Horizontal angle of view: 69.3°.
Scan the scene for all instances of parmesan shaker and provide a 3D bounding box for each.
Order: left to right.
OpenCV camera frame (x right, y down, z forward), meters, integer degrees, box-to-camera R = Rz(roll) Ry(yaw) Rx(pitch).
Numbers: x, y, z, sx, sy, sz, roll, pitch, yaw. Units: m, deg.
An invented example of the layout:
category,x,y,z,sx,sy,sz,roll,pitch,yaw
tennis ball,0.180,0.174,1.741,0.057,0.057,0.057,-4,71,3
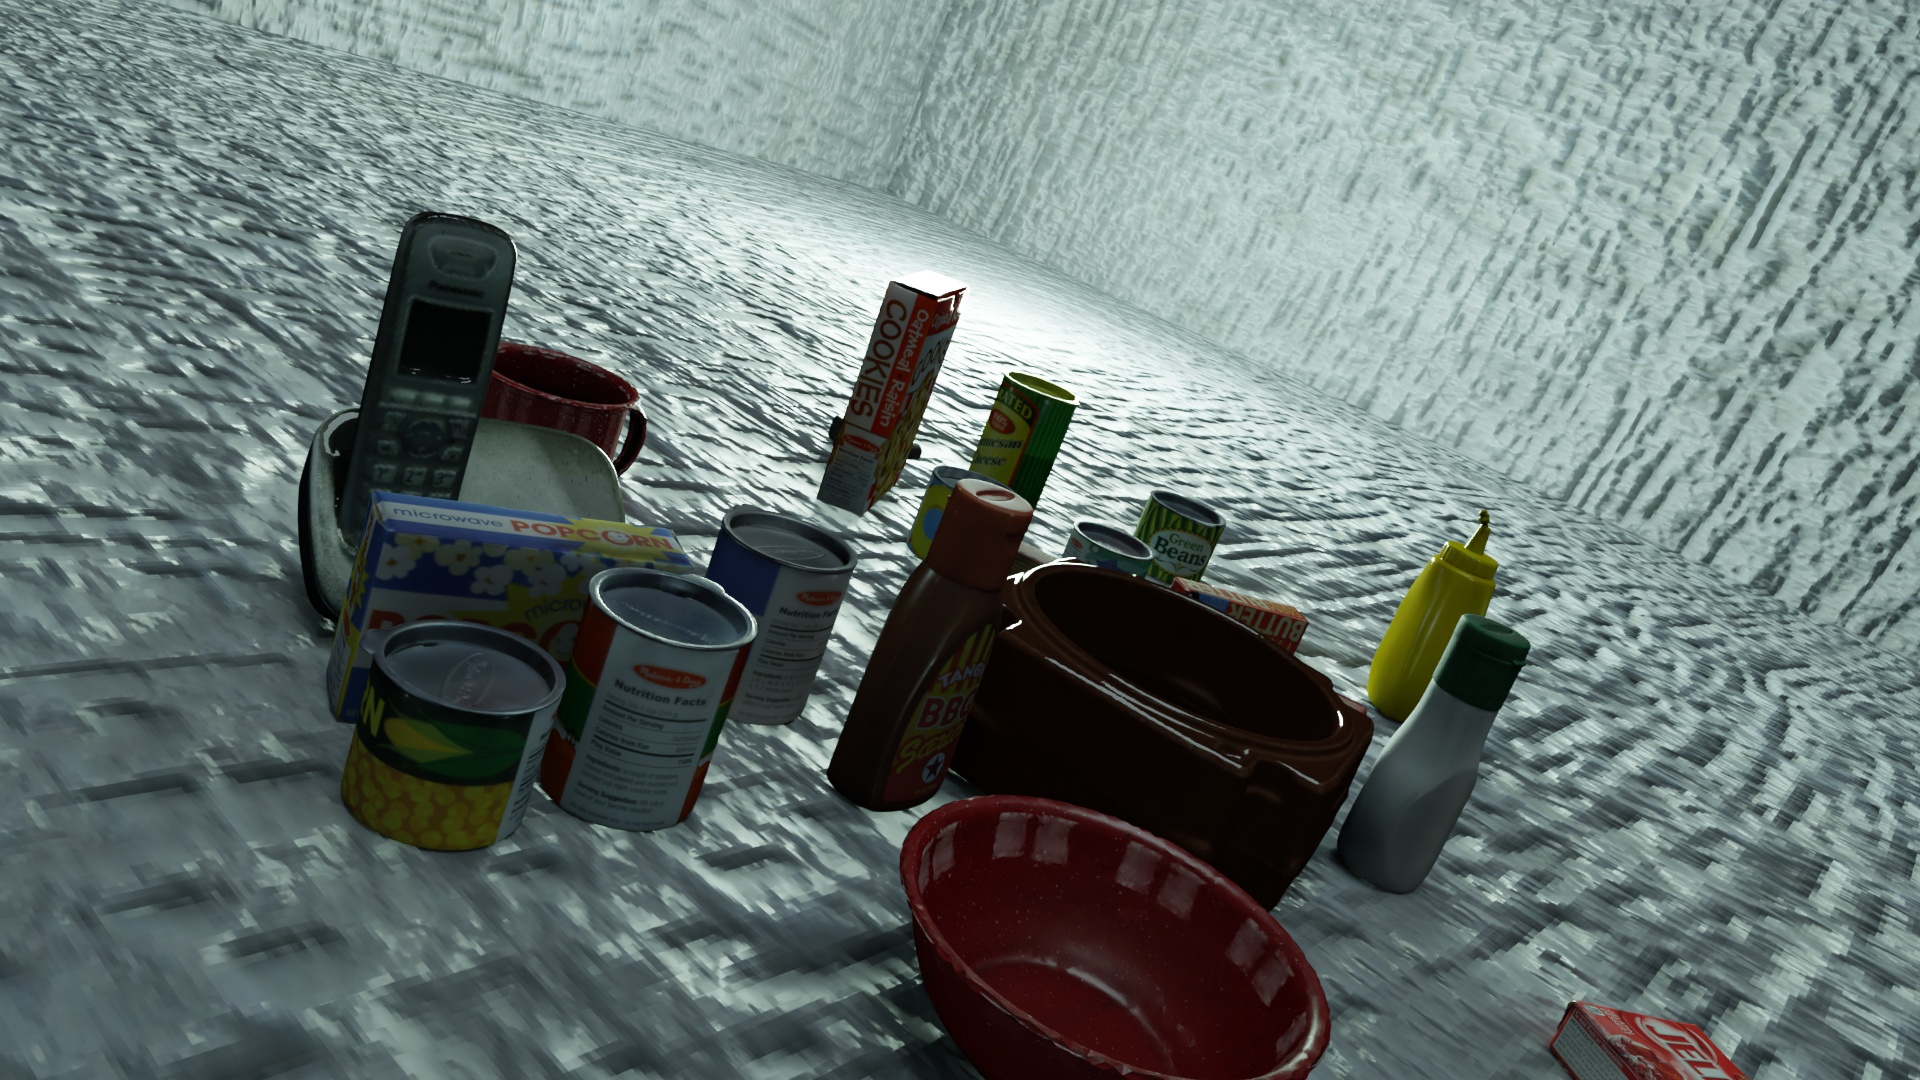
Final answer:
category,x,y,z,sx,sy,sz,roll,pitch,yaw
parmesan shaker,0.051,-0.080,1.146,0.071,0.102,0.071,19,17,-6

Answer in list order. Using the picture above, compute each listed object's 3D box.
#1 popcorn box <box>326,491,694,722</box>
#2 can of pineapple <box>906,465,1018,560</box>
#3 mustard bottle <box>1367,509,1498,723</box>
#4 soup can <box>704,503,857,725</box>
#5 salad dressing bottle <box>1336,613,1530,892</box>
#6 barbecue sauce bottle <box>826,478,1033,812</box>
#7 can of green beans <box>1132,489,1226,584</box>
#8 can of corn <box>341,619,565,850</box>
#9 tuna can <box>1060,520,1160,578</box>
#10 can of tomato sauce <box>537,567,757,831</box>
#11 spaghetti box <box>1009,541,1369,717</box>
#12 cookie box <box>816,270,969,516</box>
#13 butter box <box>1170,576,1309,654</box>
category,x,y,z,sx,sy,sz,roll,pitch,yaw
popcorn box,-0.183,0.032,0.568,0.127,0.085,0.038,9,21,-35
can of pineapple,0.003,-0.012,0.964,0.071,0.057,0.071,19,17,-6
mustard bottle,0.343,0.053,0.986,0.049,0.159,0.065,18,17,-8
soup can,-0.095,0.035,0.664,0.071,0.083,0.071,19,17,-6
salad dressing bottle,0.247,0.110,0.722,0.064,0.147,0.044,7,22,-39
barbecue sauce bottle,-0.011,0.046,0.617,0.044,0.148,0.065,30,19,28
can of green beans,0.174,-0.001,1.128,0.071,0.057,0.071,19,17,-6
can of corn,-0.185,0.069,0.500,0.071,0.058,0.071,19,17,-6
tuna can,0.114,0.014,1.054,0.071,0.032,0.071,19,17,-6
can of tomato sauce,-0.125,0.061,0.550,0.071,0.082,0.071,19,17,-6
spaghetti box,0.128,0.073,0.862,0.250,0.050,0.029,26,17,16
cookie box,-0.047,-0.112,1.022,0.040,0.167,0.123,22,17,4
butter box,0.184,0.062,0.954,0.103,0.053,0.024,14,18,-22
